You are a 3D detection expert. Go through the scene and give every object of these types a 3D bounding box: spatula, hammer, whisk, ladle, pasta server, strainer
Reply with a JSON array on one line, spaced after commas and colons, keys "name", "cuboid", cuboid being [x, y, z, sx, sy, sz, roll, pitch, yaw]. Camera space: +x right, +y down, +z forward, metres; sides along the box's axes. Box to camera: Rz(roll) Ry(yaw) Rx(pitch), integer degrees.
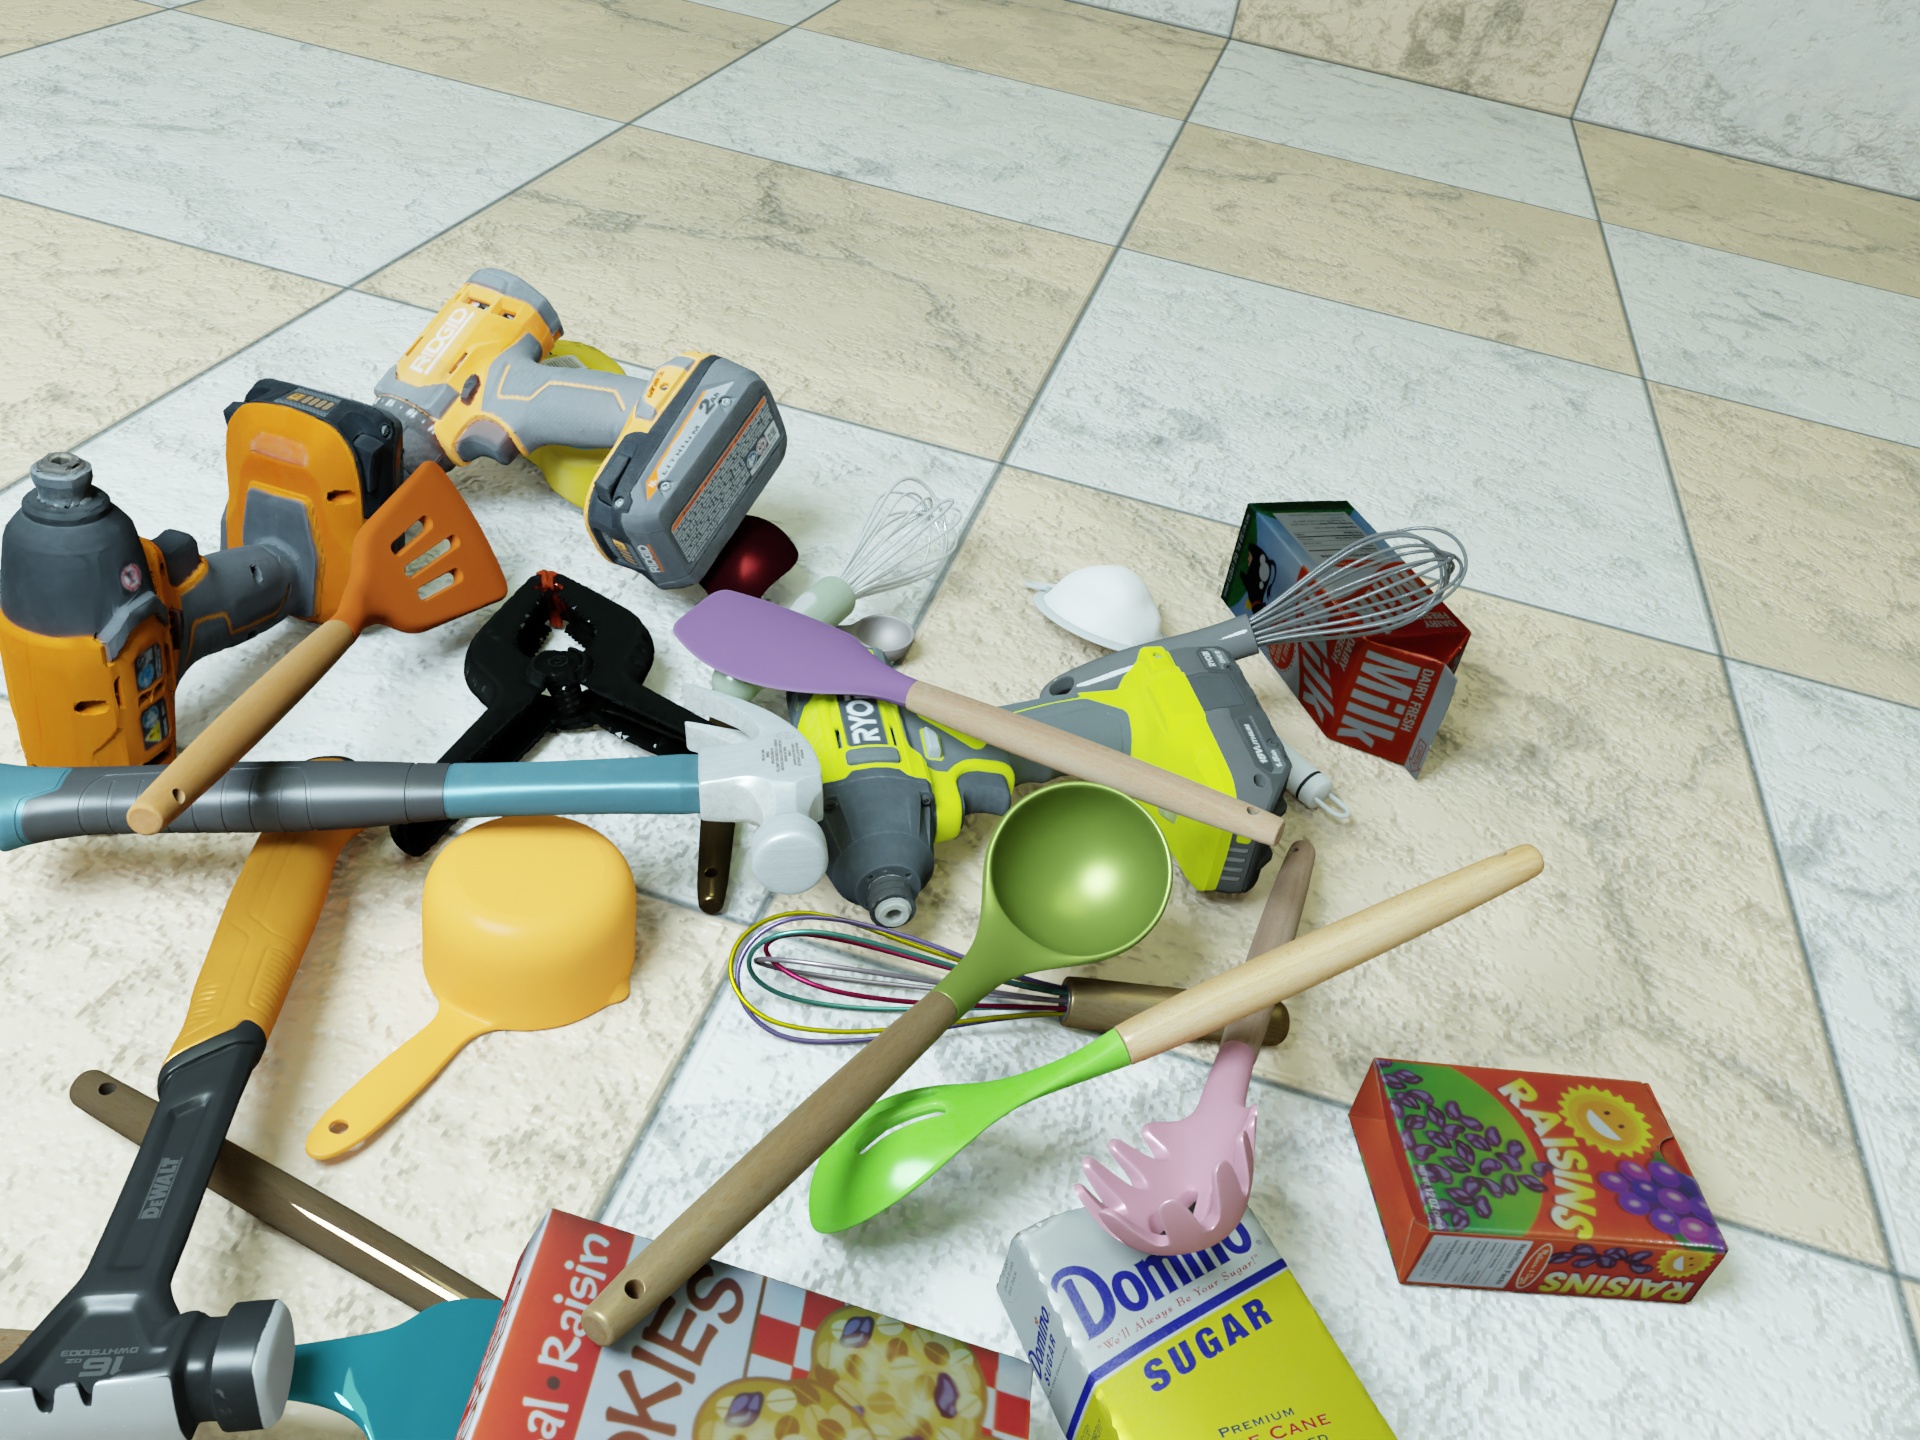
[{"name": "spatula", "cuboid": [-0.256, 0.203, 0.483, 0.317, 0.044, 0.082, 3, 44, 1]}, {"name": "hammer", "cuboid": [-0.222, 0.030, 0.647, 0.331, 0.033, 0.128, -1, 28, -7]}, {"name": "whisk", "cuboid": [0.155, -0.049, 0.857, 0.239, 0.055, 0.055, -19, 36, 9]}, {"name": "ladle", "cuboid": [-0.121, -0.021, 0.824, 0.069, 0.031, 0.316, -1, 41, -4]}, {"name": "spatula", "cuboid": [-0.001, -0.002, 0.733, 0.316, 0.018, 0.060, 20, 44, 23]}, {"name": "ladle", "cuboid": [-0.016, 0.109, 0.572, 0.078, 0.062, 0.320, 39, 37, 13]}, {"name": "whisk", "cuboid": [-0.064, -0.072, 0.869, 0.058, 0.059, 0.246, -13, 21, 33]}, {"name": "spatula", "cuboid": [-0.272, -0.033, 0.691, 0.041, 0.081, 0.323, -21, 22, 9]}, {"name": "pasta server", "cuboid": [0.116, 0.116, 0.653, 0.060, 0.040, 0.316, -18, 14, 26]}, {"name": "whisk", "cuboid": [0.024, 0.113, 0.678, 0.245, 0.051, 0.047, 8, 30, -11]}, {"name": "hammer", "cuboid": [-0.271, 0.108, 0.571, 0.127, 0.034, 0.337, 0, 29, -8]}, {"name": "strainer", "cuboid": [0.127, -0.027, 0.902, 0.086, 0.050, 0.259, -5, 40, -45]}]

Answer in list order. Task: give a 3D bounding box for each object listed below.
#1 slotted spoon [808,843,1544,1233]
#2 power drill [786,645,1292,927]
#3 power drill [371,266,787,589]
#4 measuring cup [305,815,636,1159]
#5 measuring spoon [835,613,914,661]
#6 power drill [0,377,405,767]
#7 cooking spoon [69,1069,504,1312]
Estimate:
[{"name": "slotted spoon", "cuboid": [0.084, 0.112, 0.603, 0.313, 0.031, 0.070, -22, 7, -9]}, {"name": "power drill", "cuboid": [0.035, 0.030, 0.770, 0.223, 0.080, 0.171, -2, 38, -13]}, {"name": "power drill", "cuboid": [-0.235, -0.148, 0.884, 0.226, 0.084, 0.185, 23, 68, 21]}, {"name": "measuring cup", "cuboid": [-0.195, 0.098, 0.626, 0.095, 0.052, 0.174, 22, 35, 14]}, {"name": "measuring spoon", "cuboid": [-0.088, -0.041, 0.884, 0.124, 0.018, 0.034, -3, 40, -8]}, {"name": "power drill", "cuboid": [-0.346, -0.077, 0.731, 0.084, 0.164, 0.227, 16, 34, 6]}, {"name": "cooking spoon", "cuboid": [-0.175, 0.192, 0.534, 0.319, 0.017, 0.069, 23, 37, 14]}]
